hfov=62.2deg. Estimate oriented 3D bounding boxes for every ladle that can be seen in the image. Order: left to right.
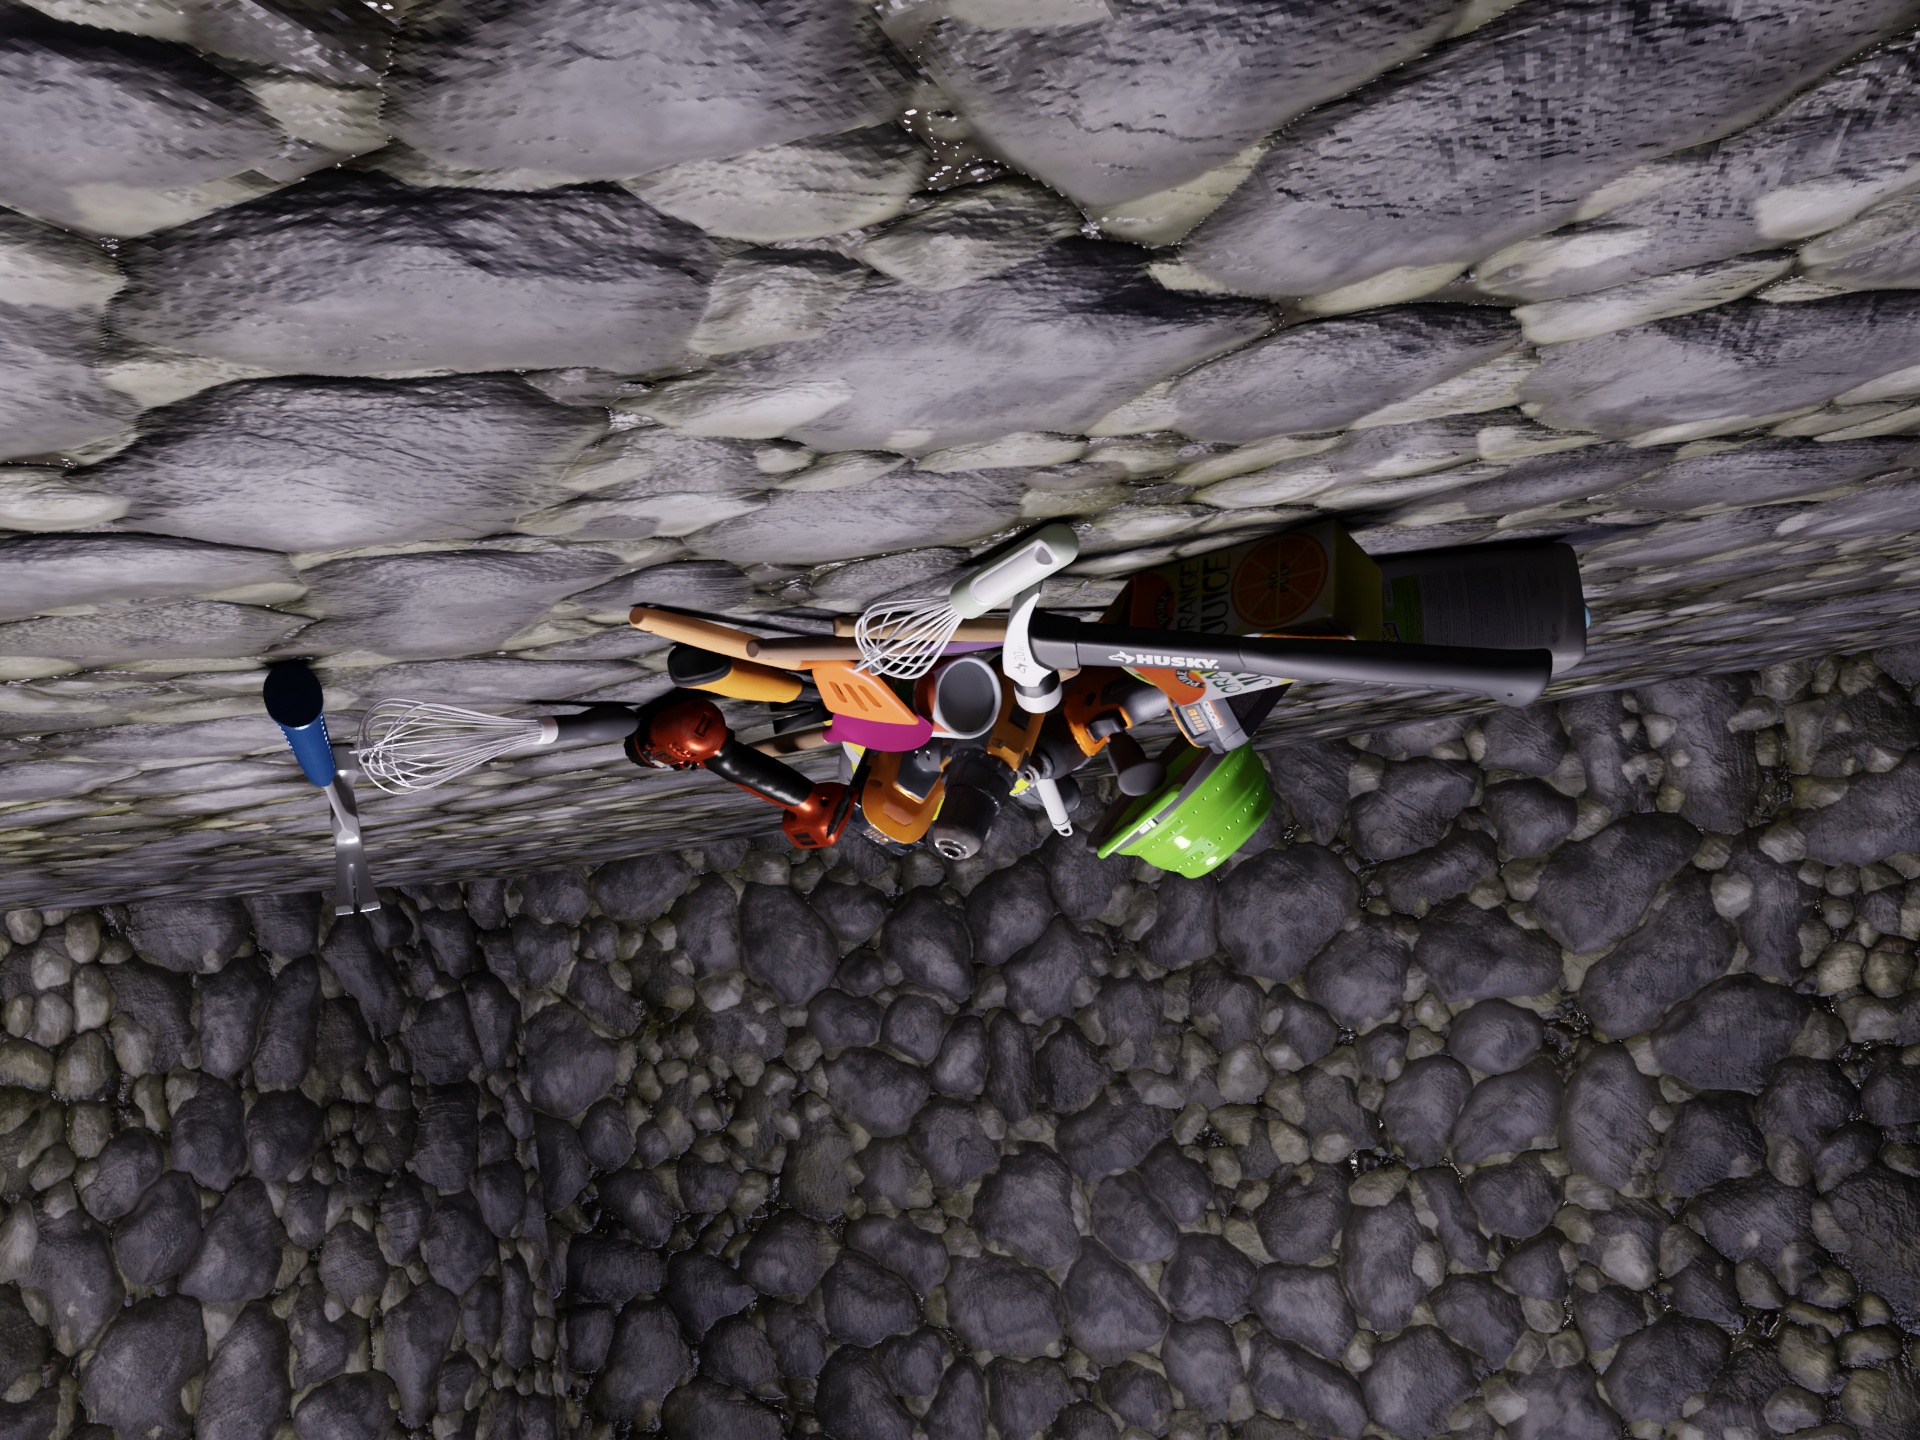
[{"bbox_3d":[0.049,-0.055,1.175,0.320,0.062,0.078,-1,173,-34],"label":"ladle"}]

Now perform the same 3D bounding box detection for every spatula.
[{"bbox_3d":[-0.129,-0.037,1.102,0.081,0.041,0.322,8,177,26],"label":"spatula"},{"bbox_3d":[-0.050,-0.054,1.163,0.060,0.018,0.315,-6,180,33],"label":"spatula"}]

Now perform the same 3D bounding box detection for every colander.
[{"bbox_3d":[0.248,0.047,1.539,0.204,0.094,0.397,-44,-178,31],"label":"colander"}]

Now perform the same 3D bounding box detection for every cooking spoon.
[{"bbox_3d":[-0.124,0.014,1.348,0.068,0.017,0.319,37,153,-26],"label":"cooking spoon"}]

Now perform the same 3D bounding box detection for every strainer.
[{"bbox_3d":[0.068,0.027,1.542,0.087,0.050,0.258,-10,132,16],"label":"strainer"}]

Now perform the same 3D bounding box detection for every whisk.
[{"bbox_3d":[-0.350,0.009,1.237,0.070,0.070,0.284,-12,178,31],"label":"whisk"},{"bbox_3d":[-0.001,-0.073,0.994,0.059,0.058,0.246,-42,-171,-33],"label":"whisk"}]

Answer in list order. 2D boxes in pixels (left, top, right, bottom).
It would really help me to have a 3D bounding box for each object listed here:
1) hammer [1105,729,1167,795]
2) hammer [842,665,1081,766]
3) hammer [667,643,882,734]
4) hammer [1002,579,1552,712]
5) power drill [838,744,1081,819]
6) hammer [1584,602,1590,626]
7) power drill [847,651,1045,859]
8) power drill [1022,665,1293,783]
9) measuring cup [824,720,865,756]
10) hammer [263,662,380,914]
[{"bbox_3d":[0.151,0.019,1.573,0.149,0.036,0.409,-11,-171,2],"label":"hammer"},{"bbox_3d":[-0.002,-0.005,1.466,0.130,0.031,0.331,35,146,-19],"label":"hammer"},{"bbox_3d":[-0.151,-0.026,1.258,0.127,0.034,0.336,-11,173,15],"label":"hammer"},{"bbox_3d":[0.190,-0.043,0.988,0.335,0.035,0.146,5,150,12],"label":"hammer"},{"bbox_3d":[-0.002,0.050,1.666,0.190,0.080,0.228,34,152,-31],"label":"power drill"},{"bbox_3d":[0.461,-0.079,1.602,0.331,0.033,0.128,-9,175,4],"label":"hammer"},{"bbox_3d":[-0.017,0.051,1.359,0.084,0.185,0.226,33,149,-20],"label":"power drill"},{"bbox_3d":[0.156,-0.009,1.367,0.226,0.084,0.164,-15,-158,46],"label":"power drill"},{"bbox_3d":[-0.079,0.025,1.508,0.062,0.156,0.029,-28,-156,52],"label":"measuring cup"},{"bbox_3d":[-0.461,0.044,1.155,0.035,0.144,0.405,-9,168,-19],"label":"hammer"}]
